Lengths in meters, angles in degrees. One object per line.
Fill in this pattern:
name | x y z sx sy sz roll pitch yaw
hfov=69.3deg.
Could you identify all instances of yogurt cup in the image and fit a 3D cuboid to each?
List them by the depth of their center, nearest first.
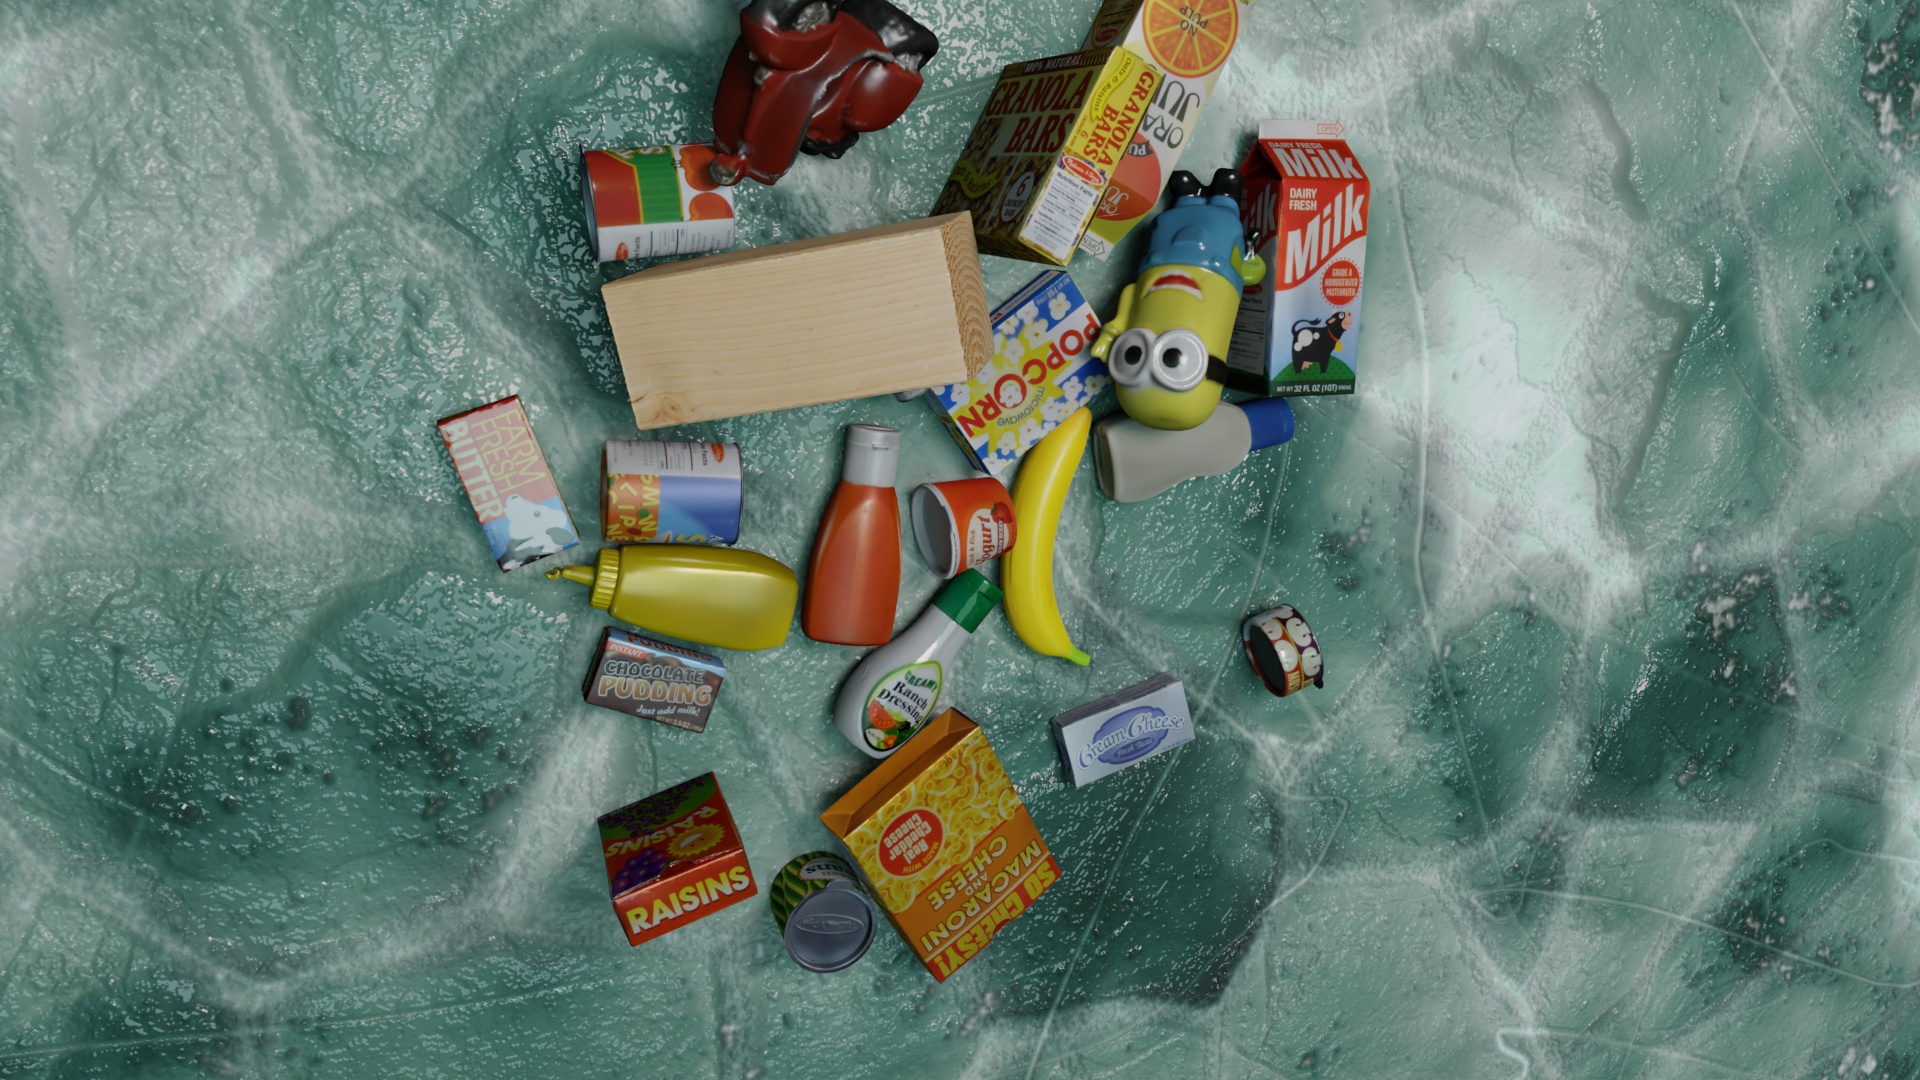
yogurt cup | 0.003 -0.012 0.959 0.054 0.072 0.072 -15 108 -23

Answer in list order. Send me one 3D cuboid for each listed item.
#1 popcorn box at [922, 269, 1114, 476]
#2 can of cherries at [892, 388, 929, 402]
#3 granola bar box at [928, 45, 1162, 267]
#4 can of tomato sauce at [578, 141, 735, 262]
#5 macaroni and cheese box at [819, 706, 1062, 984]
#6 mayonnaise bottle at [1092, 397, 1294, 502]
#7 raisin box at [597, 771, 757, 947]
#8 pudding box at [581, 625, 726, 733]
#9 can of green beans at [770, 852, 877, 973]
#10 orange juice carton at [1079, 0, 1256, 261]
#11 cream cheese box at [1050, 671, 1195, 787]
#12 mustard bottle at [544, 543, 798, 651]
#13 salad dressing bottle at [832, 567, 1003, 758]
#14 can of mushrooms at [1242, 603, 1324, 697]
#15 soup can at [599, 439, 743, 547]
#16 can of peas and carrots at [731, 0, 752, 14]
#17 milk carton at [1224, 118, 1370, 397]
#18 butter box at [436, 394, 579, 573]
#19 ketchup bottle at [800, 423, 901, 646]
popcorn box | 0.042 -0.116 0.959 0.127 0.038 0.085 -39 113 -7
can of cherries | -0.035 -0.134 0.911 0.071 0.071 0.058 -46 112 -3
granola bar box | 0.047 -0.237 0.864 0.039 0.166 0.124 26 94 -25
can of tomato sauce | -0.185 -0.208 0.845 0.083 0.071 0.071 -9 106 -17
macaroni and cheese box | -0.010 0.221 0.996 0.124 0.040 0.165 -38 123 -17
mayonnaise bottle | 0.171 -0.073 1.014 0.148 0.041 0.064 -14 109 -16
raisin box | -0.187 0.205 0.912 0.086 0.123 0.040 -20 109 -13
pudding box | -0.204 0.093 0.929 0.084 0.030 0.049 19 95 -22
can of green beans | -0.099 0.264 0.992 0.071 0.058 0.071 -5 105 -18
orange juice carton | 0.111 -0.288 0.924 0.072 0.073 0.192 25 94 -23
cream cheese box | 0.124 0.144 1.058 0.104 0.024 0.053 -20 107 -14
mustard bottle | -0.189 0.031 0.909 0.160 0.049 0.065 11 103 -21
salad dressing bottle | -0.029 0.083 0.980 0.064 0.044 0.147 39 88 -33
can of mushrooms | 0.247 0.086 1.062 0.033 0.071 0.071 -21 109 -12
soup can | -0.186 -0.028 0.888 0.084 0.071 0.071 1 103 -18
can of peas and carrots | -0.114 -0.357 0.834 0.071 0.071 0.058 -27 111 -11
milk carton | 0.238 -0.201 0.988 0.072 0.073 0.190 -4 104 -18
butter box | -0.284 -0.036 0.874 0.053 0.024 0.103 -23 109 -13
ketchup bottle | -0.068 -0.004 0.946 0.065 0.043 0.148 5 101 -21
